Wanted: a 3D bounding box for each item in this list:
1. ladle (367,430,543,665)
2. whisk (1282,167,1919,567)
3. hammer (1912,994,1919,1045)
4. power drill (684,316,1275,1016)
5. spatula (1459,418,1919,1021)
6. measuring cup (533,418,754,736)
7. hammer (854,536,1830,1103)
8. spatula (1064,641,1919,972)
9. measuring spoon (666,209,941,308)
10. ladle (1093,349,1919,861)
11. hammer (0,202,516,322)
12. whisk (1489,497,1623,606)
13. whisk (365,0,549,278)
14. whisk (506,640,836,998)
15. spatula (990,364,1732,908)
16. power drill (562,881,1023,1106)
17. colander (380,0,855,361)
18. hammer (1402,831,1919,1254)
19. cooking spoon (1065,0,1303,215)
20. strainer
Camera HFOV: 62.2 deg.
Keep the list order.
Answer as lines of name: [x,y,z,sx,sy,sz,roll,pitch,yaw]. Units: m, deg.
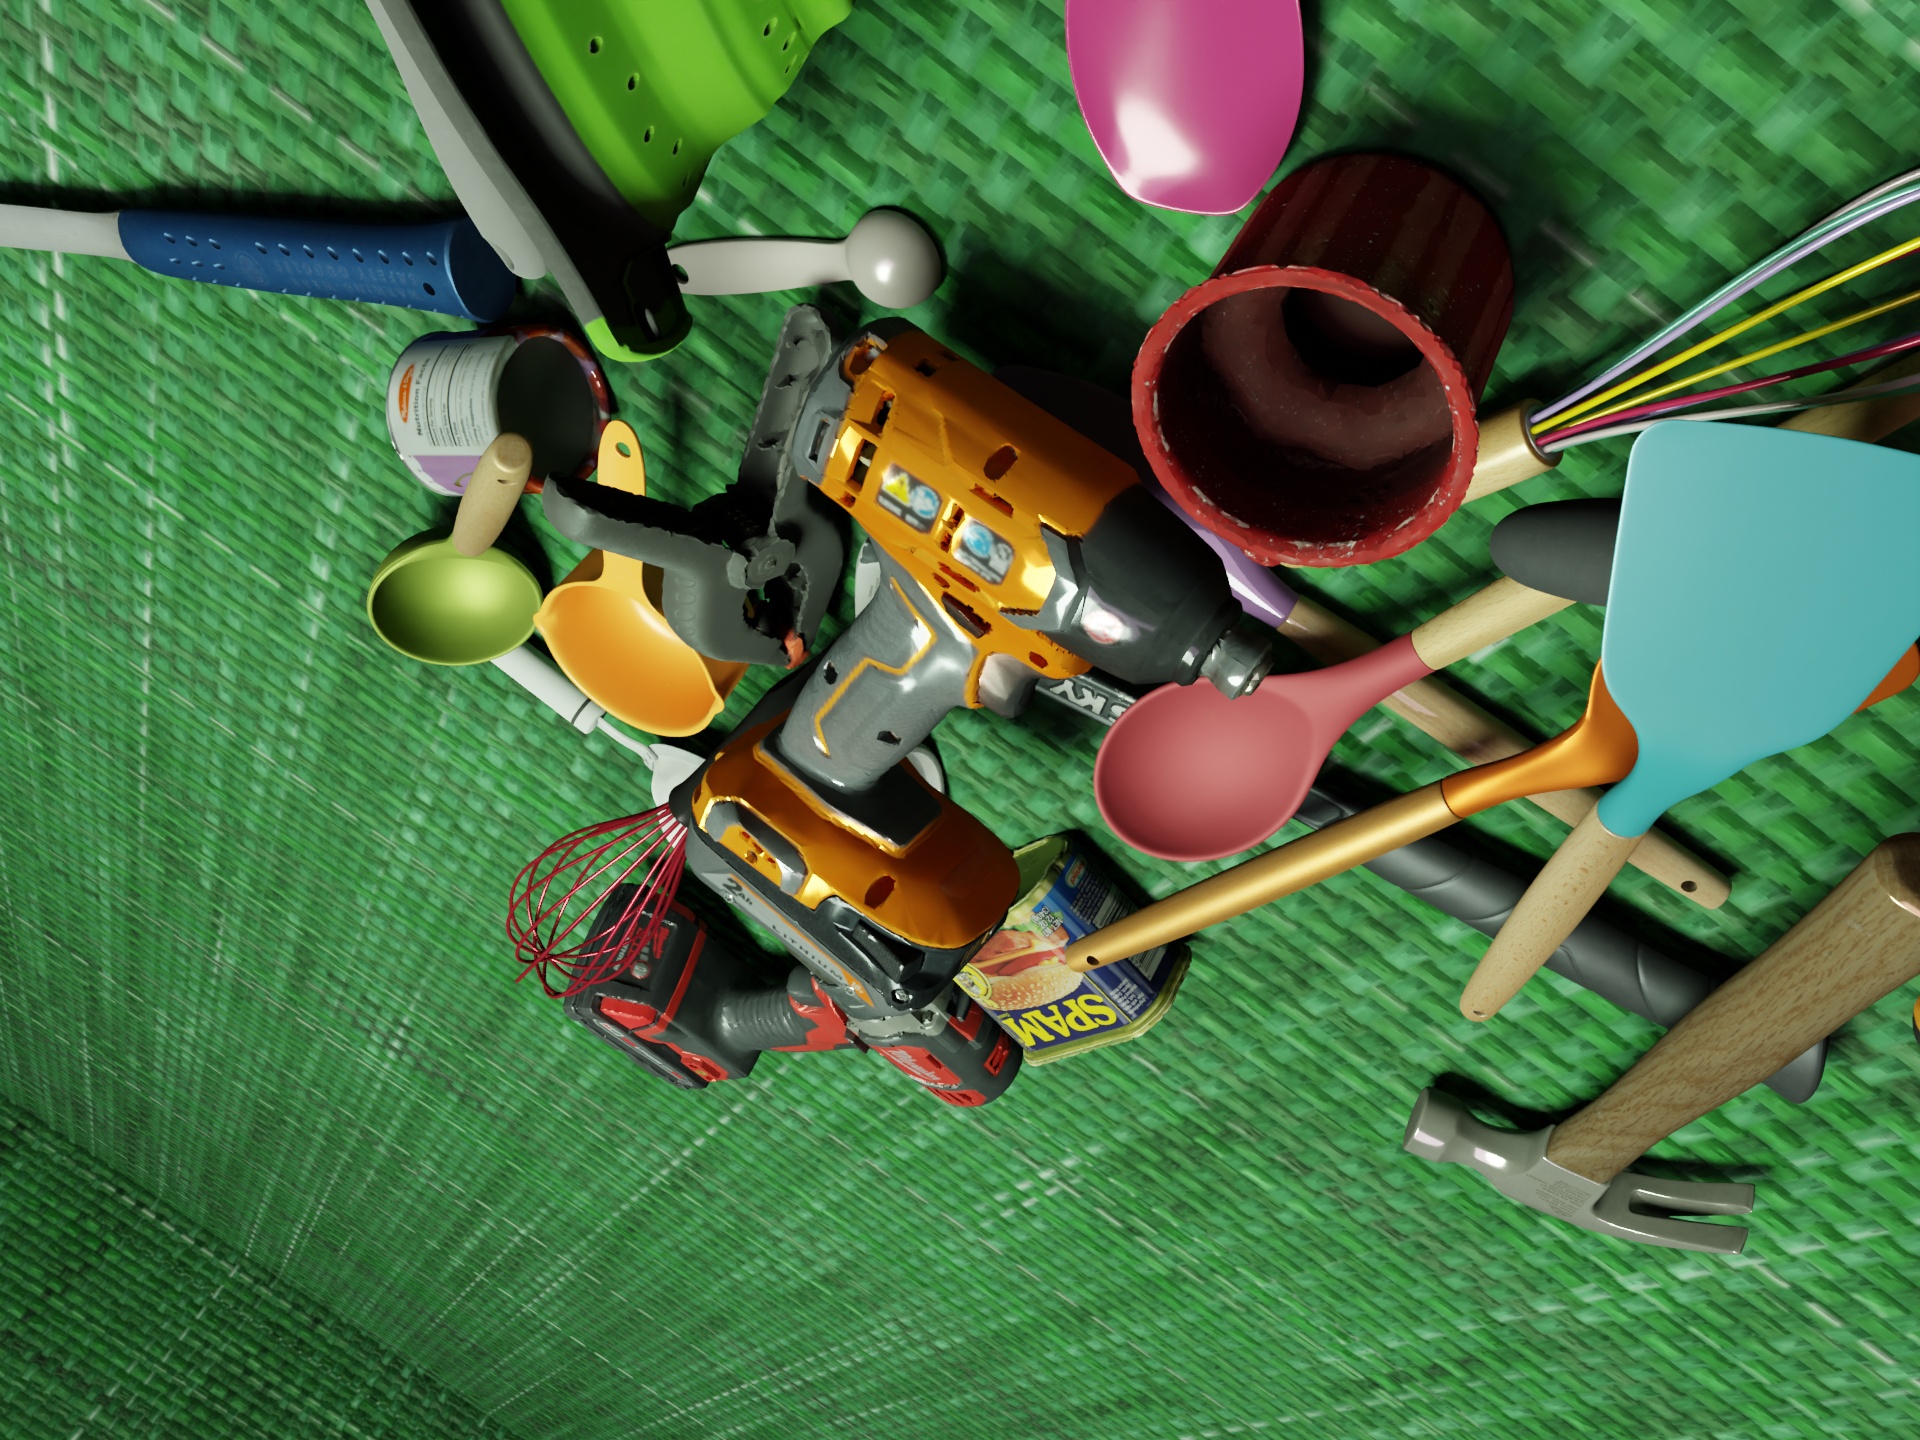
ladle: [-0.190,-0.063,0.622,0.078,0.062,0.320,1,178,-21]
whisk: [0.183,-0.087,0.441,0.245,0.047,0.051,-21,108,50]
hammer: [0.271,-0.059,0.335,0.127,0.034,0.336,17,122,19]
power drill: [-0.001,-0.002,0.546,0.164,0.084,0.226,35,130,13]
spatula: [0.197,0.030,0.484,0.082,0.044,0.317,12,153,9]
measuring cup: [-0.127,-0.069,0.667,0.095,0.052,0.173,24,140,11]
hammer: [0.139,0.039,0.613,0.409,0.036,0.149,27,143,6]
spatula: [0.153,0.030,0.553,0.081,0.041,0.322,46,133,-14]
measuring spoon: [-0.063,-0.155,0.553,0.124,0.018,0.034,6,136,31]
ladle: [0.164,-0.034,0.489,0.315,0.031,0.069,-33,104,39]
hammer: [-0.361,-0.205,0.690,0.406,0.035,0.143,12,138,24]
whisk: [0.281,-0.032,0.398,0.285,0.070,0.070,9,137,20]
whisk: [-0.186,-0.249,0.517,0.055,0.055,0.238,9,141,27]
whisk: [-0.132,0.048,0.723,0.073,0.073,0.295,41,129,-11]
spatula: [0.137,-0.026,0.556,0.316,0.018,0.059,34,130,-1]
power drill: [-0.098,0.133,0.824,0.227,0.080,0.187,-3,144,33]
colander: [-0.116,-0.291,0.378,0.094,0.205,0.397,-20,107,7]
hammer: [0.264,0.126,0.567,0.130,0.031,0.331,22,152,11]
cooking spoon: [0.053,-0.261,0.356,0.069,0.017,0.318,17,140,21]
strainer: [-0.179,0.004,0.793,0.258,0.050,0.087,38,157,-2]
